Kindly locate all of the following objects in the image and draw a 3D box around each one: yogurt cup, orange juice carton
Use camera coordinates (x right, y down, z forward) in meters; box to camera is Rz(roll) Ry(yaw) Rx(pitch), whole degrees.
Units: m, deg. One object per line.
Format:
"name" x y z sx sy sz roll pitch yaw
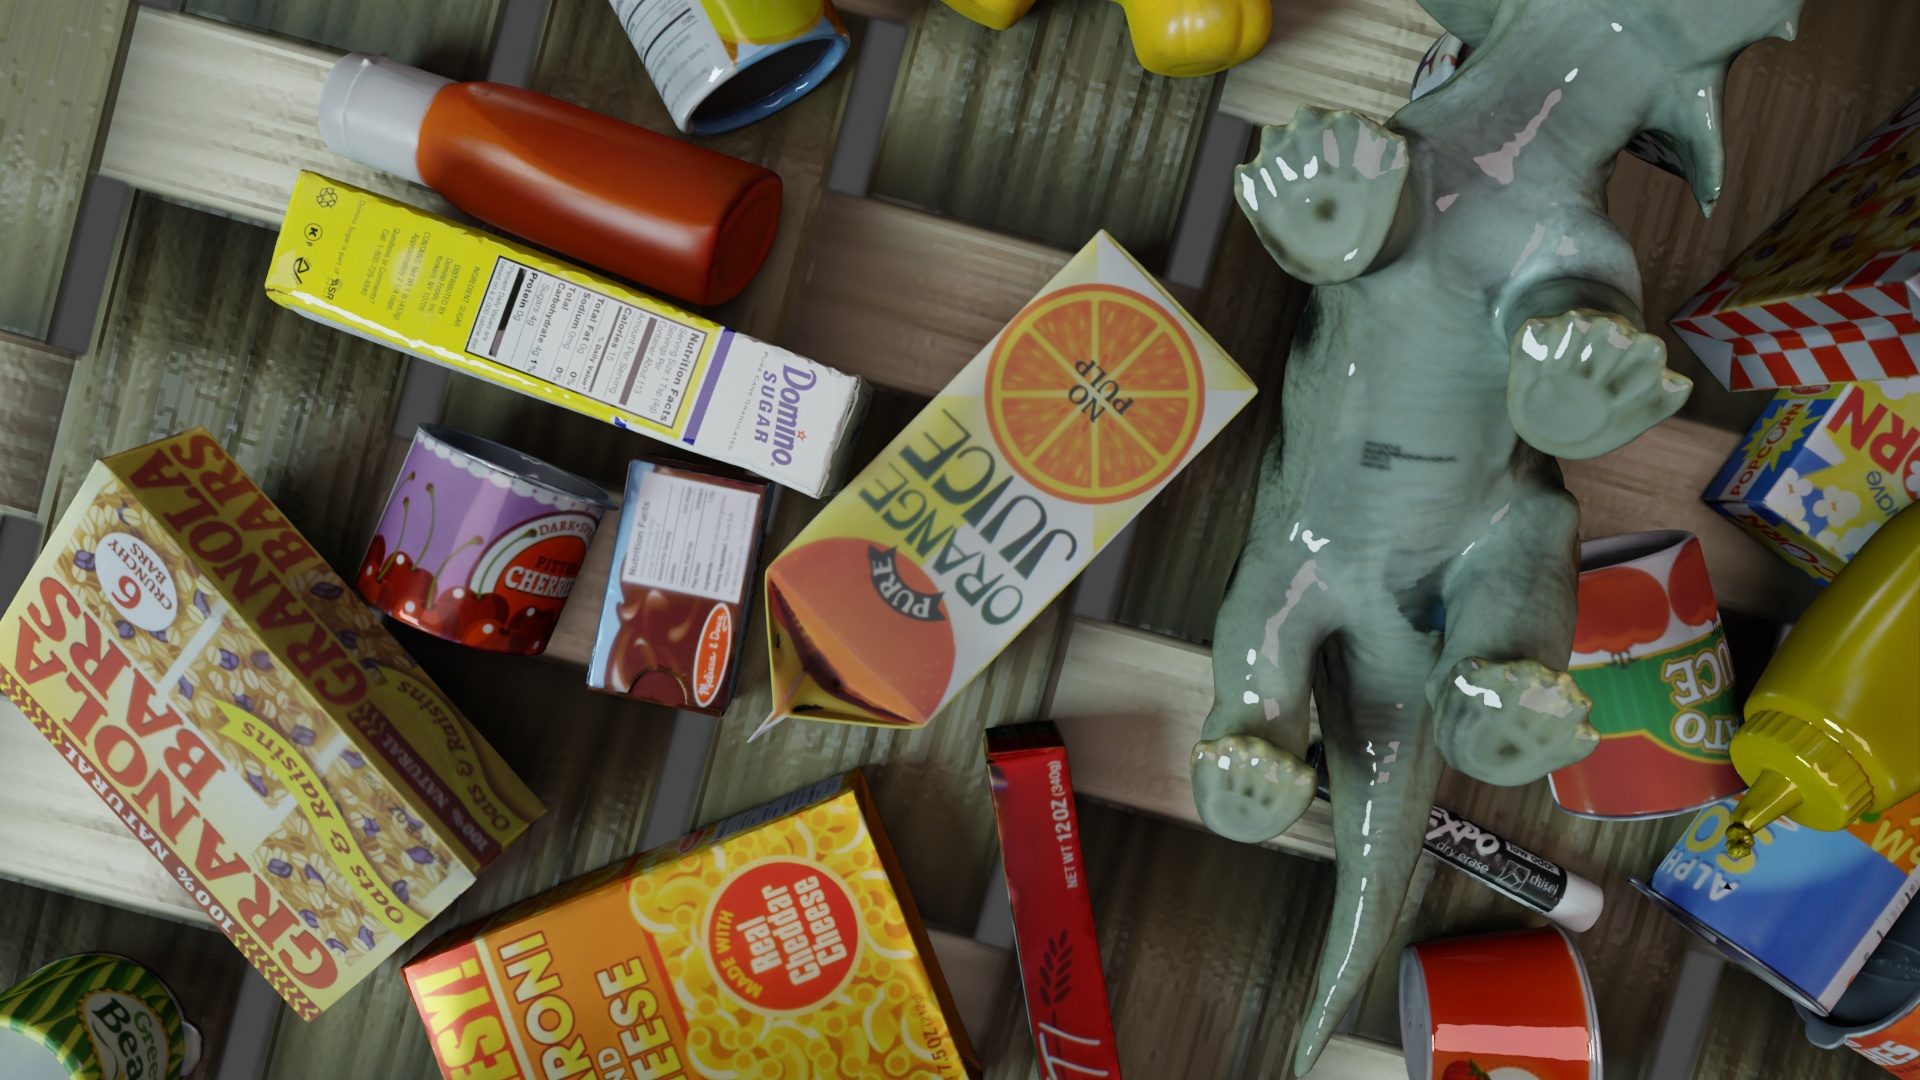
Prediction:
"yogurt cup" 0.184 0.167 0.480 0.054 0.072 0.072 -2 92 7
"orange juice carton" 0.002 -0.006 0.465 0.073 0.072 0.192 45 90 -2

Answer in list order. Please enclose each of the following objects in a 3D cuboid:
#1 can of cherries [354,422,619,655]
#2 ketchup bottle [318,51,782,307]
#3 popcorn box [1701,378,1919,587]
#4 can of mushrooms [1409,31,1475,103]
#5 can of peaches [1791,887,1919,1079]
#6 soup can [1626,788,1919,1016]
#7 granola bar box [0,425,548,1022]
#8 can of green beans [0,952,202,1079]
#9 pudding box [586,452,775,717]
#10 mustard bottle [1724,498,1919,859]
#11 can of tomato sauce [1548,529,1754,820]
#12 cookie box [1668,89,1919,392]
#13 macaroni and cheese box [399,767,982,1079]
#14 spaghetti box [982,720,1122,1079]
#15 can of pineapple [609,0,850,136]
"can of cherries" -0.157 0.001 0.464 0.071 0.071 0.058 24 92 -2
"ketchup bottle" -0.138 -0.124 0.465 0.149 0.065 0.043 20 124 6
"popcorn box" 0.344 -0.012 0.489 0.127 0.038 0.085 35 92 -2
"can of mushrooms" 0.196 -0.157 0.483 0.071 0.033 0.071 0 92 0
"can of peaches" 0.335 0.157 0.481 0.058 0.071 0.071 31 91 -3
"soup can" 0.287 0.107 0.479 0.071 0.071 0.084 35 91 -2
"granola bar box" -0.229 0.063 0.453 0.123 0.039 0.165 -40 93 31
"can of green beans" -0.311 0.182 0.472 0.071 0.058 0.071 0 92 -1
"pudding box" -0.097 0.015 0.485 0.050 0.030 0.083 11 92 -3
"mustard bottle" 0.288 0.043 0.432 0.160 0.048 0.065 -37 83 -11
"can of tomato sauce" 0.228 0.044 0.473 0.071 0.071 0.083 -16 92 0
"cookie box" 0.331 -0.118 0.442 0.167 0.123 0.040 -43 94 1
"macaroni and cheese box" -0.091 0.169 0.485 0.166 0.040 0.123 -22 92 -1
"spaghetti box" 0.041 0.189 0.484 0.029 0.050 0.249 -10 92 1
"can of pineapple" -0.076 -0.176 0.461 0.071 0.071 0.058 -28 93 0
